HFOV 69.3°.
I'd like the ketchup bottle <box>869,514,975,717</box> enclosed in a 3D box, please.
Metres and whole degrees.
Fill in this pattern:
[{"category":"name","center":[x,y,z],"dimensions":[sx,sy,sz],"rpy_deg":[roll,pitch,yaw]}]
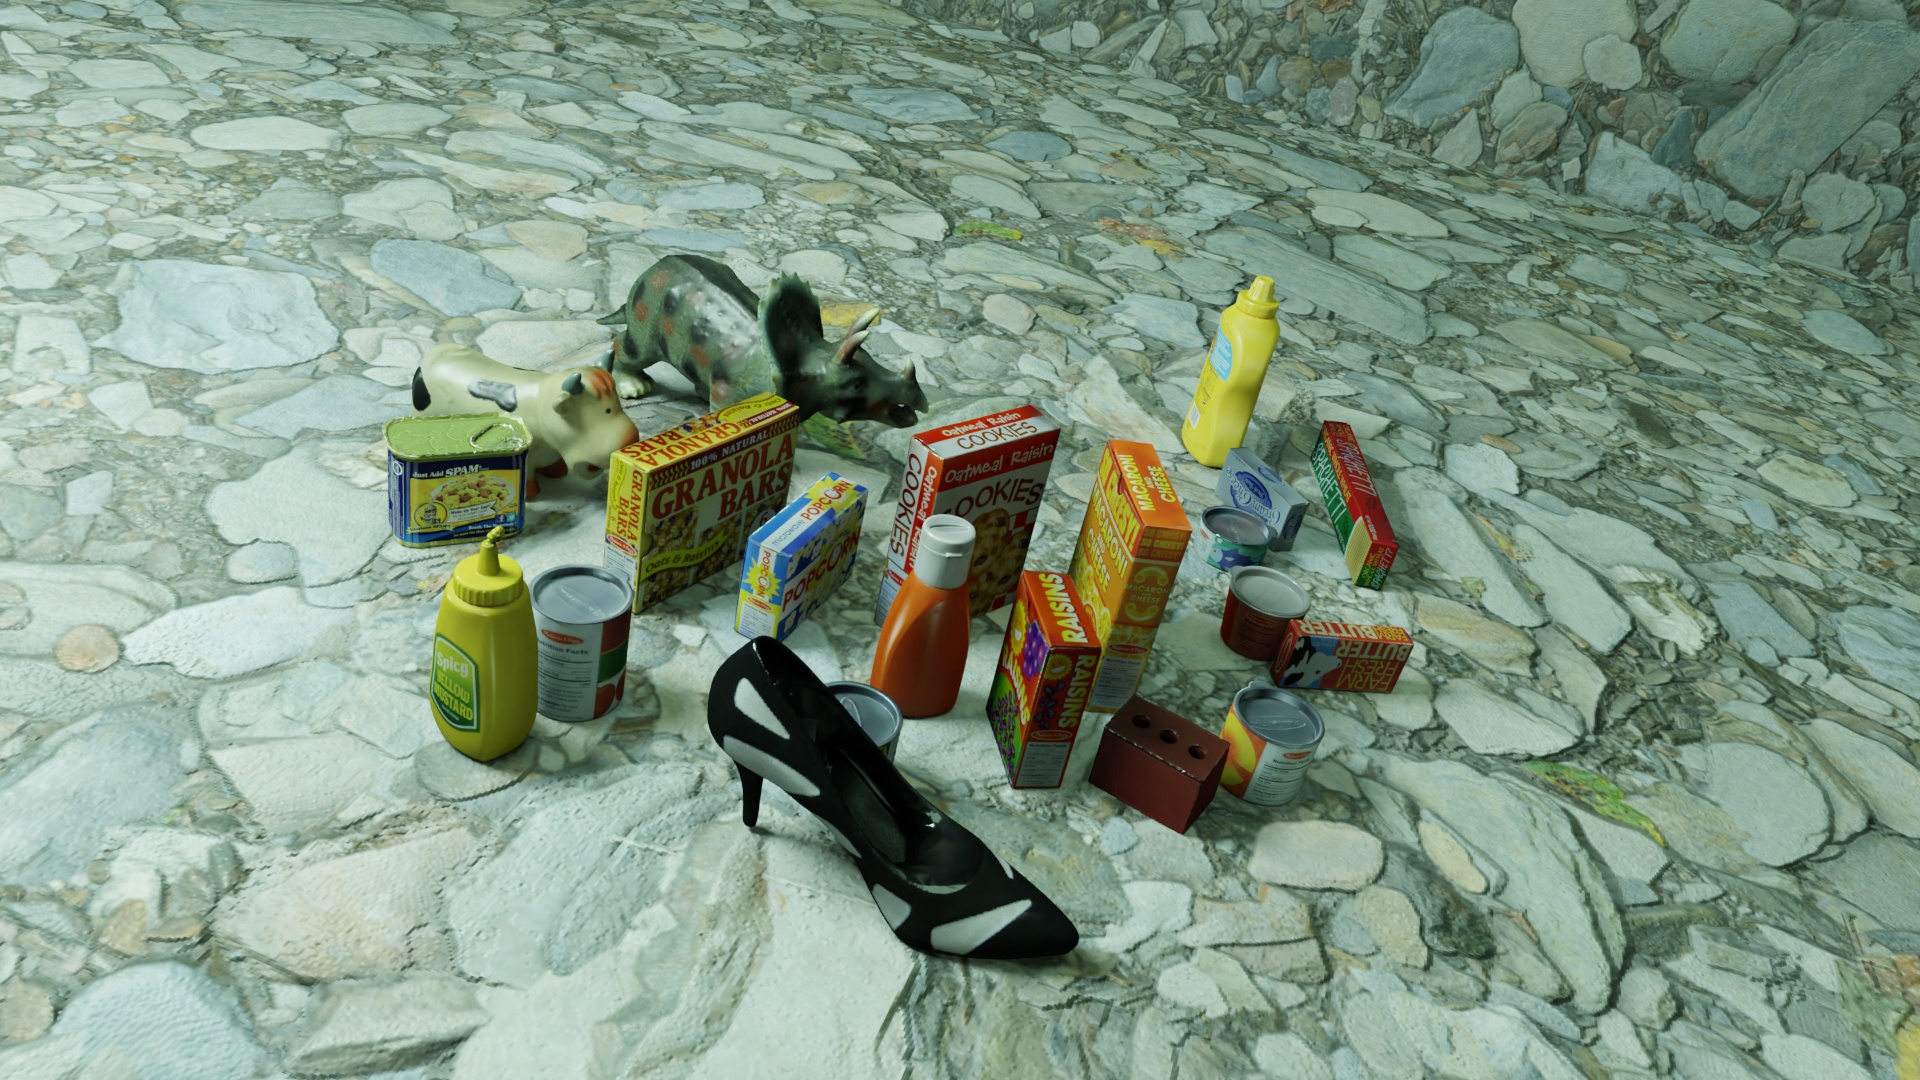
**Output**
[{"category":"ketchup bottle","center":[-0.021,0.053,0.960],"dimensions":[0.065,0.148,0.044],"rpy_deg":[1,33,-20]}]

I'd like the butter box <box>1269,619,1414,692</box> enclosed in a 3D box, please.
[{"category":"butter box","center":[0.305,0.093,1.111],"dimensions":[0.103,0.052,0.024],"rpy_deg":[4,32,-14]}]

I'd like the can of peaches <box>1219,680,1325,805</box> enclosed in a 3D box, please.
[{"category":"can of peaches","center":[0.218,0.145,0.991],"dimensions":[0.071,0.057,0.071],"rpy_deg":[10,31,-6]}]

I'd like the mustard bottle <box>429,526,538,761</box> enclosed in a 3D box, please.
[{"category":"mustard bottle","center":[-0.288,0.058,0.842],"dimensions":[0.065,0.159,0.049],"rpy_deg":[29,34,24]}]

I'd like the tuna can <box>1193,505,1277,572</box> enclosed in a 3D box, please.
[{"category":"tuna can","center":[0.248,0.000,1.258],"dimensions":[0.071,0.032,0.071],"rpy_deg":[10,32,-6]}]

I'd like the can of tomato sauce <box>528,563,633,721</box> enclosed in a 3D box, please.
[{"category":"can of tomato sauce","center":[-0.251,0.066,0.916],"dimensions":[0.071,0.082,0.071],"rpy_deg":[10,31,-6]}]

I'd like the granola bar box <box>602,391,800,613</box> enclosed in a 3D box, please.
[{"category":"granola bar box","center":[-0.195,-0.032,1.054],"dimensions":[0.039,0.123,0.166],"rpy_deg":[28,34,23]}]

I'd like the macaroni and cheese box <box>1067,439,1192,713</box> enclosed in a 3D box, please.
[{"category":"macaroni and cheese box","center":[0.118,0.026,1.038],"dimensions":[0.040,0.165,0.124],"rpy_deg":[6,32,-12]}]

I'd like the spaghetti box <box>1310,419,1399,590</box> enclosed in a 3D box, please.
[{"category":"spaghetti box","center":[0.381,-0.041,1.356],"dimensions":[0.029,0.050,0.251],"rpy_deg":[11,31,-3]}]

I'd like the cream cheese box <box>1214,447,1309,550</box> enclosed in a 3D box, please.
[{"category":"cream cheese box","center":[0.284,-0.040,1.314],"dimensions":[0.024,0.053,0.104],"rpy_deg":[-5,36,-27]}]

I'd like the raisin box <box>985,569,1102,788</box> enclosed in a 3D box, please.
[{"category":"raisin box","center":[0.054,0.095,0.947],"dimensions":[0.040,0.122,0.086],"rpy_deg":[4,32,-15]}]

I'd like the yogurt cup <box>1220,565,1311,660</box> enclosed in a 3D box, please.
[{"category":"yogurt cup","center":[0.247,0.062,1.138],"dimensions":[0.072,0.053,0.073],"rpy_deg":[10,32,-6]}]

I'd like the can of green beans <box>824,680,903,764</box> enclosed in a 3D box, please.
[{"category":"can of green beans","center":[-0.075,0.134,0.899],"dimensions":[0.071,0.057,0.071],"rpy_deg":[10,31,-6]}]

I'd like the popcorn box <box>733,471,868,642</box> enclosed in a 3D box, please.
[{"category":"popcorn box","center":[-0.119,0.013,1.048],"dimensions":[0.038,0.084,0.127],"rpy_deg":[22,32,14]}]

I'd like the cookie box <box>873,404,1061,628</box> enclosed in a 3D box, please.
[{"category":"cookie box","center":[0.004,-0.013,1.058],"dimensions":[0.123,0.166,0.040],"rpy_deg":[-18,43,-41]}]
